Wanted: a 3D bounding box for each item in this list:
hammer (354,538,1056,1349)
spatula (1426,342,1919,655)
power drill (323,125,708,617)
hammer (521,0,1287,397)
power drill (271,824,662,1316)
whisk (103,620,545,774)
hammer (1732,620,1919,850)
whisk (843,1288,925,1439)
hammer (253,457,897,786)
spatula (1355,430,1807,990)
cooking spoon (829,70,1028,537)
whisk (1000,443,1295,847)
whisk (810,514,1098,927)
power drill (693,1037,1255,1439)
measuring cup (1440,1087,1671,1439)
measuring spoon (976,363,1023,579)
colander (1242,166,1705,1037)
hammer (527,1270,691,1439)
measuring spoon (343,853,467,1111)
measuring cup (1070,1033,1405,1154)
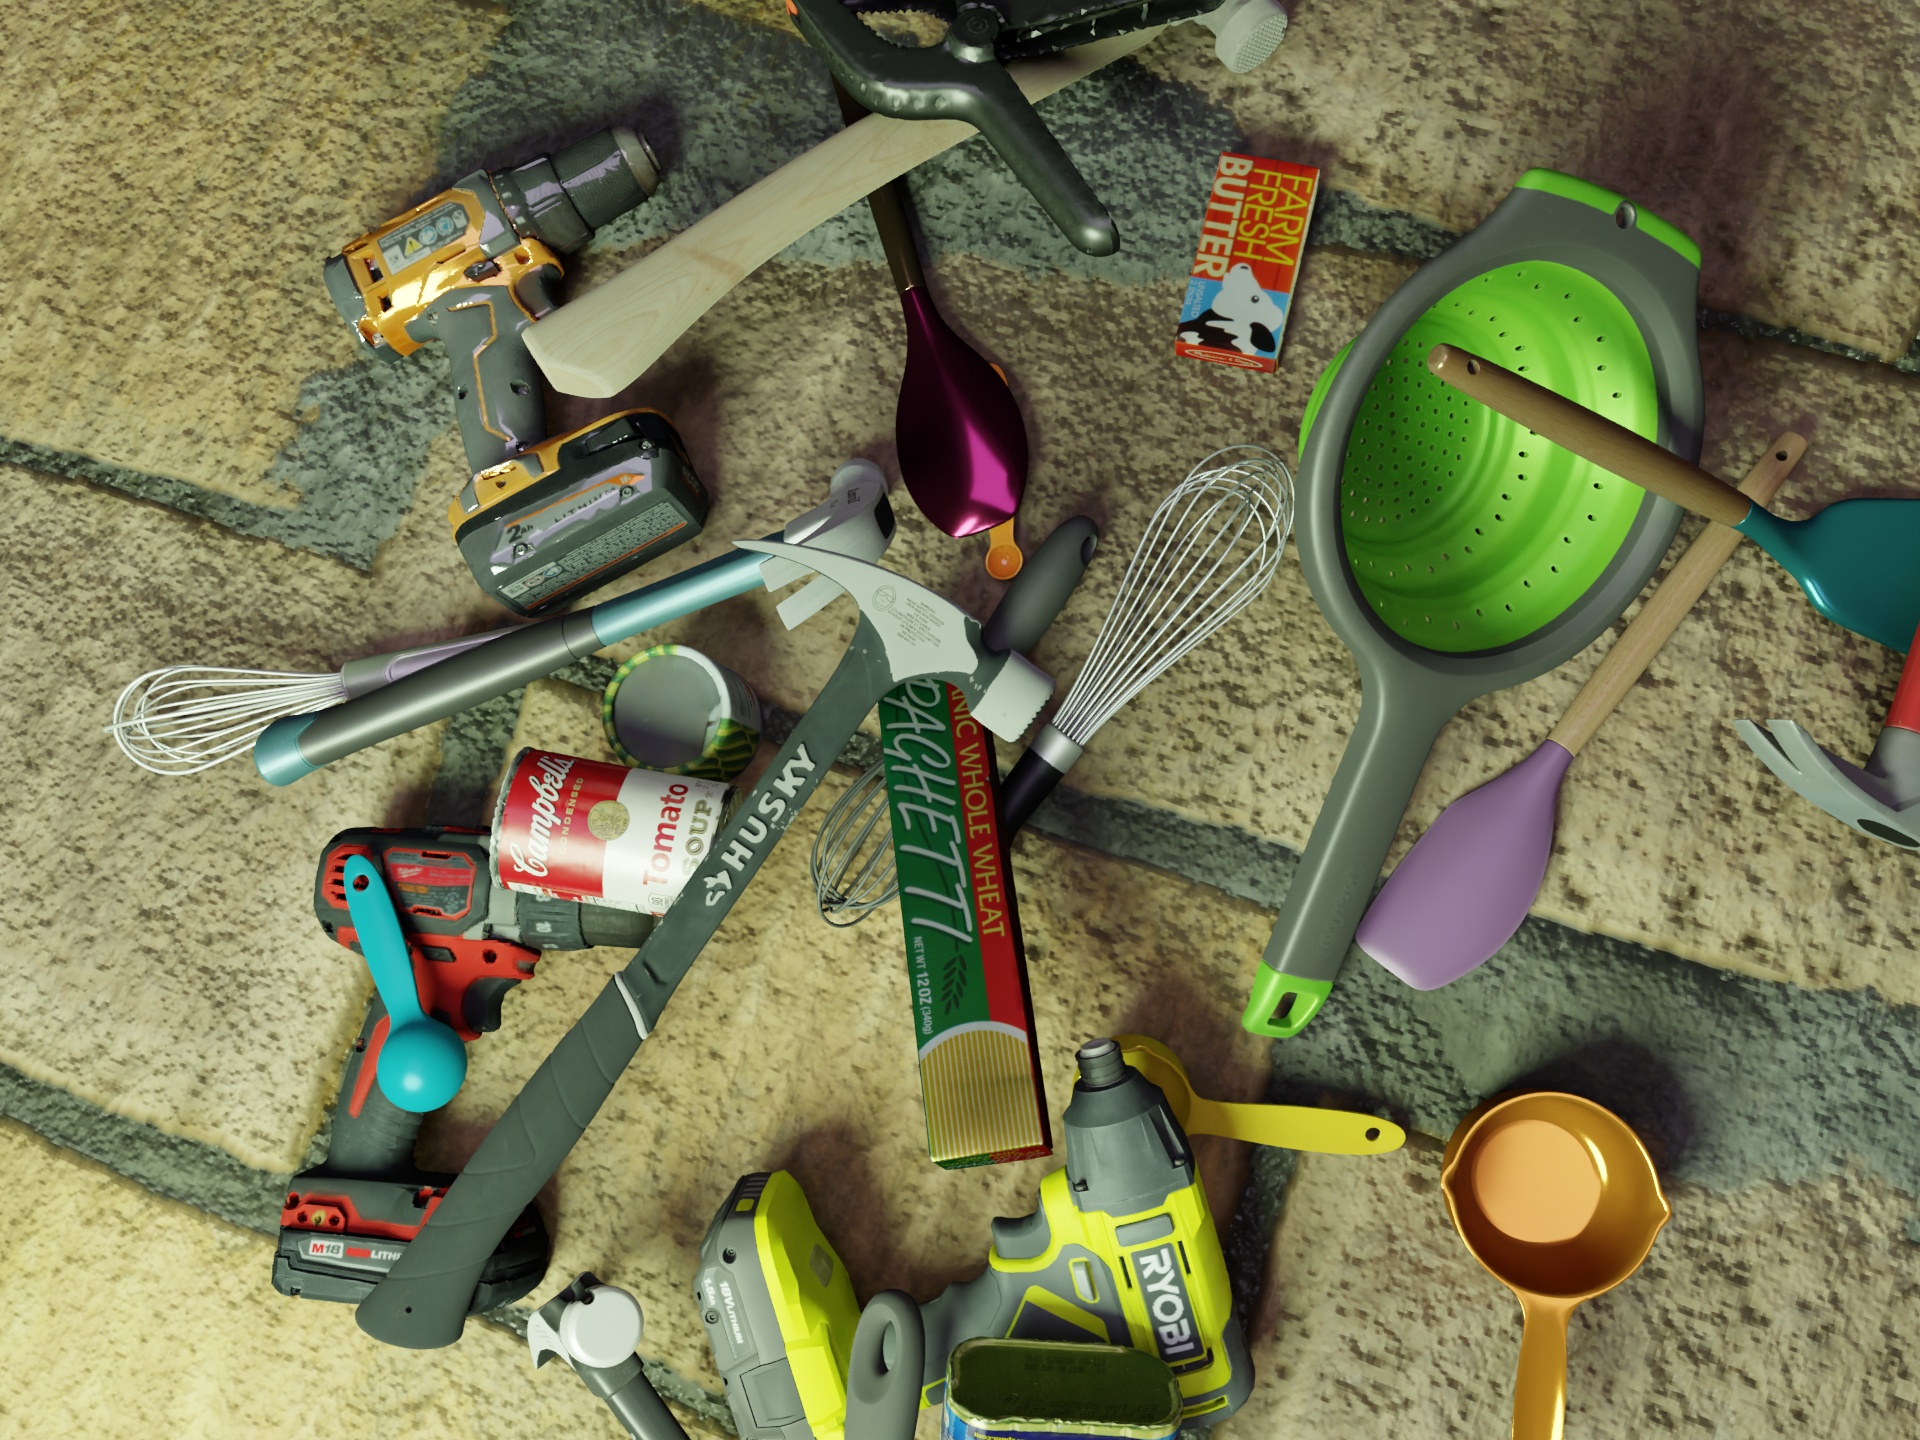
[{"bbox_3d":[-0.136,0.105,0.692,0.149,0.036,0.409,36,93,-1],"label":"hammer"},{"bbox_3d":[0.329,-0.102,0.689,0.317,0.044,0.082,17,85,-25],"label":"spatula"},{"bbox_3d":[-0.209,-0.190,0.824,0.185,0.084,0.226,-28,75,2],"label":"power drill"},{"bbox_3d":[-0.040,-0.294,0.791,0.410,0.038,0.146,-35,77,-10],"label":"hammer"},{"bbox_3d":[-0.231,0.165,0.778,0.188,0.080,0.227,4,79,6],"label":"power drill"},{"bbox_3d":[-0.326,-0.018,0.832,0.246,0.059,0.058,-12,91,2],"label":"whisk"},{"bbox_3d":[0.464,-0.133,0.709,0.143,0.038,0.386,25,82,-18],"label":"hammer"},{"bbox_3d":[-0.045,0.384,0.642,0.073,0.073,0.296,5,79,9],"label":"whisk"},{"bbox_3d":[-0.187,-0.041,0.774,0.331,0.128,0.033,-21,114,5],"label":"hammer"},{"bbox_3d":[0.300,-0.006,0.748,0.060,0.018,0.316,37,90,18],"label":"spatula"},{"bbox_3d":[-0.032,-0.246,0.831,0.069,0.017,0.319,-19,78,14],"label":"cooking spoon"},{"bbox_3d":[0.067,-0.012,0.769,0.070,0.070,0.284,38,94,12],"label":"whisk"},{"bbox_3d":[0.000,-0.002,0.782,0.055,0.055,0.239,33,83,11],"label":"whisk"},{"bbox_3d":[0.004,0.246,0.716,0.223,0.080,0.171,-16,96,5],"label":"power drill"},{"bbox_3d":[0.254,0.249,0.703,0.095,0.052,0.174,5,85,9],"label":"measuring cup"},{"bbox_3d":[0.020,-0.127,0.814,0.021,0.011,0.117,-8,77,17],"label":"measuring spoon"},{"bbox_3d":[0.195,-0.047,0.734,0.204,0.095,0.397,13,104,-26],"label":"colander"},{"bbox_3d":[-0.086,0.392,0.715,0.035,0.146,0.335,-36,89,-30],"label":"hammer"},{"bbox_3d":[-0.268,0.120,0.743,0.042,0.021,0.129,-24,76,-1],"label":"measuring spoon"},{"bbox_3d":[0.128,0.181,0.745,0.156,0.029,0.062,8,104,-1],"label":"measuring cup"}]
